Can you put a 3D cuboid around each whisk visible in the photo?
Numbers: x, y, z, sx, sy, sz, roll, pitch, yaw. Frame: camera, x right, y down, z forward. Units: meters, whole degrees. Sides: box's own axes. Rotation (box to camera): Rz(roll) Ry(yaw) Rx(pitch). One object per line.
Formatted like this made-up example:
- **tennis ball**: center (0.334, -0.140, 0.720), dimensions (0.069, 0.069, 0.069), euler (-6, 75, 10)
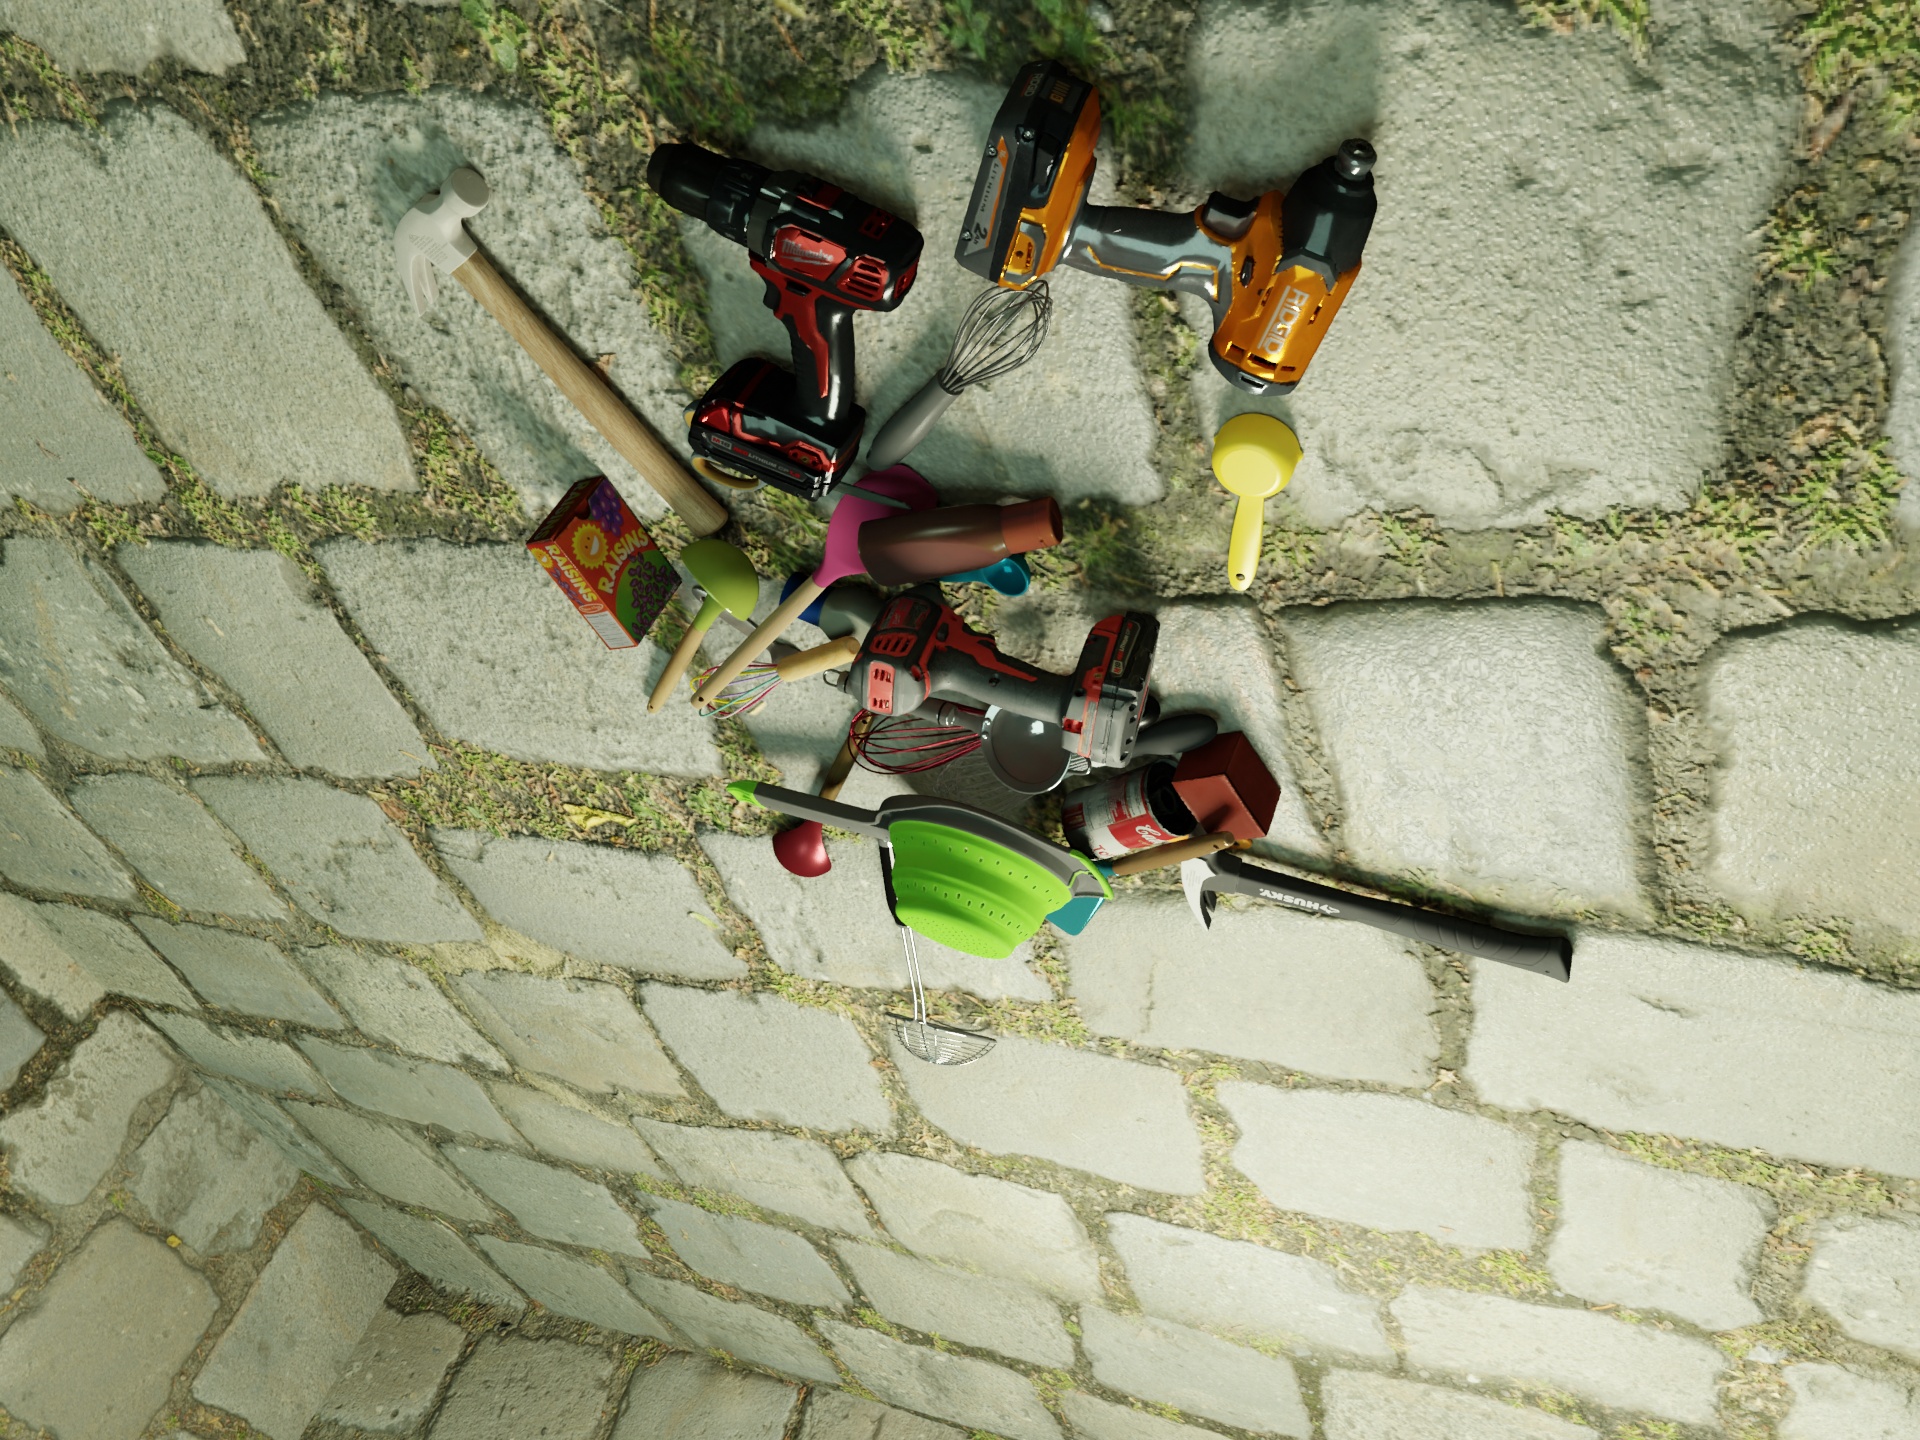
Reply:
- **whisk**: center (0.092, 0.033, 1.354), dimensions (0.284, 0.070, 0.070), euler (-15, 127, 34)
- **whisk**: center (-0.007, -0.232, 1.104), dimensions (0.055, 0.055, 0.239), euler (37, 146, -13)
- **whisk**: center (-0.166, -0.041, 1.387), dimensions (0.245, 0.051, 0.047), euler (-14, 117, 50)
- **whisk**: center (0.029, 0.004, 1.348), dimensions (0.296, 0.073, 0.073), euler (-6, 133, 27)

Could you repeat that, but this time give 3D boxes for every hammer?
- **hammer**: center (0.354, 0.168, 1.366), dimensions (0.335, 0.035, 0.146), euler (14, 145, 13)
- **hammer**: center (-0.306, -0.268, 1.245), dimensions (0.130, 0.031, 0.331), euler (-17, 125, 41)

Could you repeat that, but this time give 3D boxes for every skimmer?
- **skimmer**: center (-0.038, 0.238, 1.686), dimensions (0.127, 0.090, 0.363), euler (10, 130, 24)

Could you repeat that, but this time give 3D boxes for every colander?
- **colander**: center (-0.063, 0.135, 1.452), dimensions (0.397, 0.094, 0.204), euler (12, 159, 28)

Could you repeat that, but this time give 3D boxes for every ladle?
- **ladle**: center (-0.129, 0.075, 1.551), dimensions (0.069, 0.031, 0.315), euler (28, 141, -1)
- **ladle**: center (-0.247, -0.068, 1.416), dimensions (0.078, 0.062, 0.320), euler (49, 147, 2)

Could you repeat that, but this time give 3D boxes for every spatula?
- **spatula**: center (0.150, 0.137, 1.414), dimensions (0.082, 0.044, 0.317), euler (39, 155, -10)

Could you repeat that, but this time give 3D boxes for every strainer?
- **strainer**: center (-0.002, -0.004, 1.309), dimensions (0.258, 0.050, 0.087), euler (18, 107, 22)

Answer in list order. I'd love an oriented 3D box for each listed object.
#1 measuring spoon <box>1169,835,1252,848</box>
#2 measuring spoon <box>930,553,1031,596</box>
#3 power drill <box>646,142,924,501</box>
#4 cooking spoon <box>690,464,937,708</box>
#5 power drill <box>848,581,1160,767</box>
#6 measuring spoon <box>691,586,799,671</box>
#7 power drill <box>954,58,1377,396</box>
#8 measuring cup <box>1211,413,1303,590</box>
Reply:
- **measuring spoon**: center (0.200, 0.106, 1.406), dimensions (0.117, 0.011, 0.021), euler (4, 137, 26)
- **measuring spoon**: center (0.003, -0.123, 1.254), dimensions (0.129, 0.021, 0.042), euler (8, 138, 36)
- **power drill**: center (-0.134, -0.279, 1.100), dimensions (0.188, 0.080, 0.226), euler (24, 140, 3)
- **cooking spoon**: center (-0.130, -0.100, 1.296), dimensions (0.068, 0.017, 0.319), euler (40, 125, -15)
- **power drill**: center (0.036, -0.047, 1.227), dimensions (0.219, 0.143, 0.078), euler (12, 128, 8)
- **measuring spoon**: center (-0.191, -0.076, 1.414), dimensions (0.124, 0.018, 0.034), euler (37, 141, -13)
- **power drill**: center (0.124, -0.296, 0.928), dimensions (0.226, 0.084, 0.164), euler (22, 142, -1)
- **measuring cup**: center (0.198, -0.141, 1.102), dimensions (0.062, 0.029, 0.156), euler (14, 139, 15)
